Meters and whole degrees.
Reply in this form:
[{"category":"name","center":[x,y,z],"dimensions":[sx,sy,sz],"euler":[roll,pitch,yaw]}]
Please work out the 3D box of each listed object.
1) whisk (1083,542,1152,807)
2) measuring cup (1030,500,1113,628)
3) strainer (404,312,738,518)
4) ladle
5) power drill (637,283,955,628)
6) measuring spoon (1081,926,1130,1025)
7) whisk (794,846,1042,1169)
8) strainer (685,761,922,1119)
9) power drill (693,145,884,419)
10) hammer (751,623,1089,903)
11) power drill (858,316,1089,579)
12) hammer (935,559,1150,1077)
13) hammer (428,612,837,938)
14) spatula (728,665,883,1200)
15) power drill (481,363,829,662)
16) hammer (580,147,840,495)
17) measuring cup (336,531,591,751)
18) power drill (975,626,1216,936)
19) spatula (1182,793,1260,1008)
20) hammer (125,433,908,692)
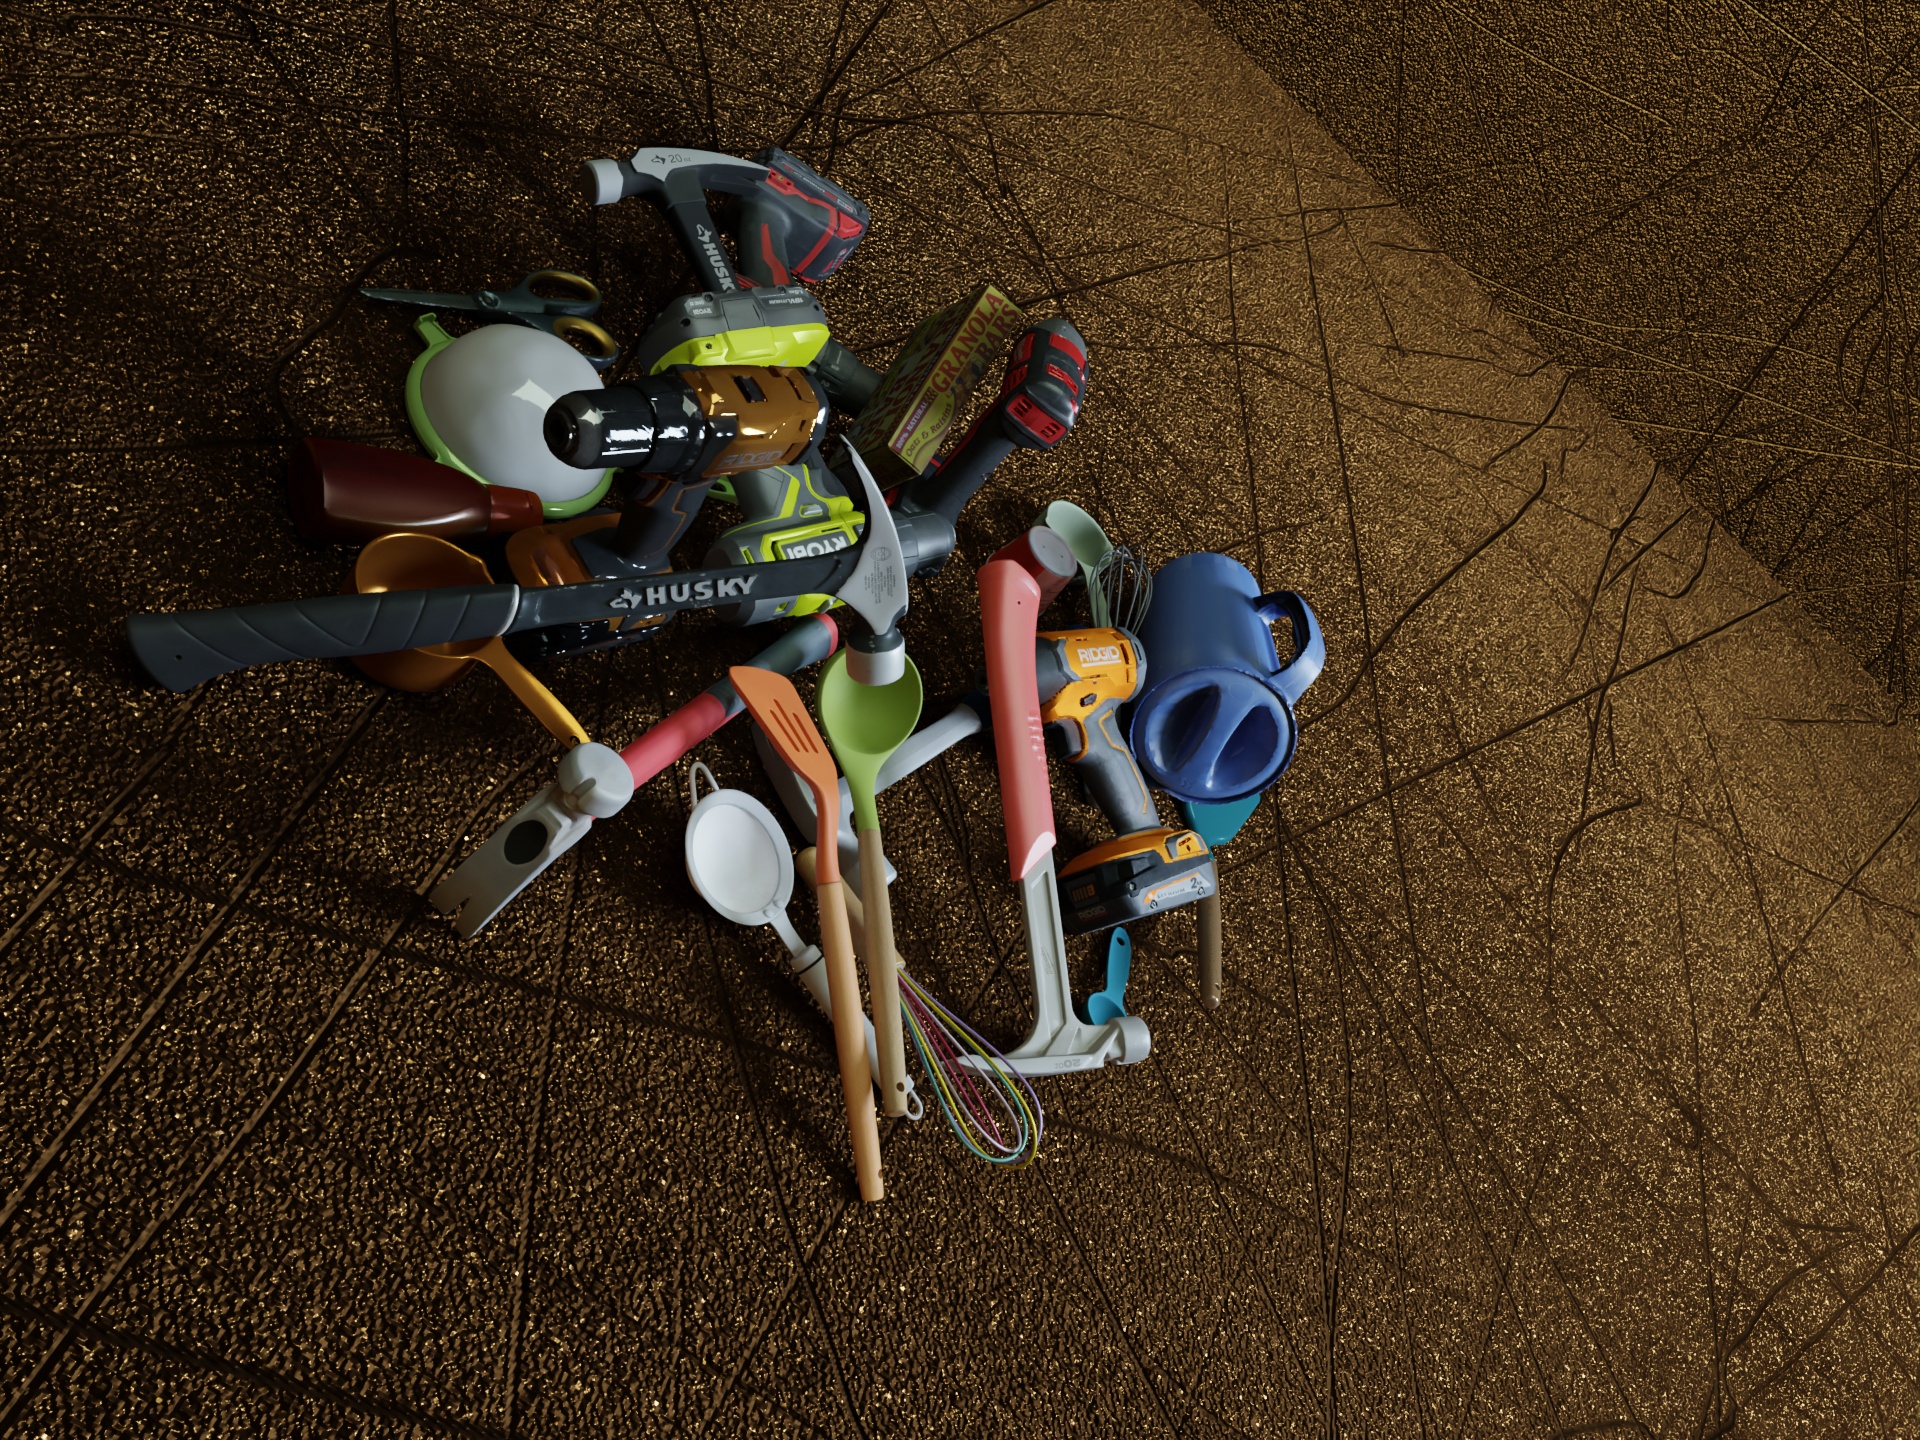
[{"category":"whisk","center":[0.126,-0.041,1.314],"dimensions":[0.055,0.055,0.239],"euler":[22,64,-32]},{"category":"measuring cup","center":[0.104,-0.120,1.411],"dimensions":[0.083,0.038,0.168],"euler":[16,50,-37]},{"category":"strainer","center":[-0.248,-0.205,1.100],"dimensions":[0.256,0.069,0.152],"euler":[12,51,-37]},{"category":"ladle","center":[-0.049,0.089,0.997],"dimensions":[0.078,0.062,0.320],"euler":[16,49,-32]},{"category":"power drill","center":[-0.115,-0.187,1.125],"dimensions":[0.190,0.080,0.228],"euler":[-18,81,-34]},{"category":"measuring spoon","center":[0.107,0.196,1.165],"dimensions":[0.042,0.021,0.129],"euler":[40,29,-11]},{"category":"whisk","center":[-0.033,0.177,0.991],"dimensions":[0.051,0.047,0.245],"euler":[-28,65,-26]},{"category":"strainer","center":[-0.101,0.141,0.976],"dimensions":[0.258,0.050,0.087],"euler":[55,36,-3]},{"category":"power drill","center":[-0.131,-0.363,1.354],"dimensions":[0.187,0.080,0.227],"euler":[27,45,-27]},{"category":"hammer","center":[-0.002,-0.004,1.204],"dimensions":[0.144,0.035,0.405],"euler":[53,37,4]},{"category":"power drill","center":[0.017,-0.225,1.261],"dimensions":[0.078,0.219,0.143],"euler":[35,40,-19]},{"category":"hammer","center":[0.038,0.061,1.091],"dimensions":[0.149,0.036,0.359],"euler":[2,71,-26]},{"category":"hammer","center":[-0.175,0.010,0.986],"dimensions":[0.038,0.143,0.386],"euler":[49,26,-3]},{"category":"spatula","center":[-0.083,0.123,0.948],"dimensions":[0.081,0.041,0.323],"euler":[8,73,-70]},{"category":"power drill","center":[-0.203,-0.126,0.947],"dimensions":[0.185,0.226,0.084],"euler":[-18,72,-51]},{"category":"hammer","center":[-0.160,-0.292,1.212],"dimensions":[0.146,0.035,0.335],"euler":[-19,78,-33]},{"category":"measuring cup","center":[-0.287,-0.029,0.925],"dimensions":[0.173,0.052,0.095],"euler":[46,37,-8]},{"category":"power drill","center":[0.095,0.040,1.194],"dimensions":[0.164,0.084,0.226],"euler":[-7,76,-46]},{"category":"spatula","center":[0.205,0.123,1.271],"dimensions":[0.082,0.044,0.318],"euler":[43,25,-15]},{"category":"hammer","center":[-0.227,-0.066,0.863],"dimensions":[0.409,0.149,0.036],"euler":[-8,32,-15]}]
